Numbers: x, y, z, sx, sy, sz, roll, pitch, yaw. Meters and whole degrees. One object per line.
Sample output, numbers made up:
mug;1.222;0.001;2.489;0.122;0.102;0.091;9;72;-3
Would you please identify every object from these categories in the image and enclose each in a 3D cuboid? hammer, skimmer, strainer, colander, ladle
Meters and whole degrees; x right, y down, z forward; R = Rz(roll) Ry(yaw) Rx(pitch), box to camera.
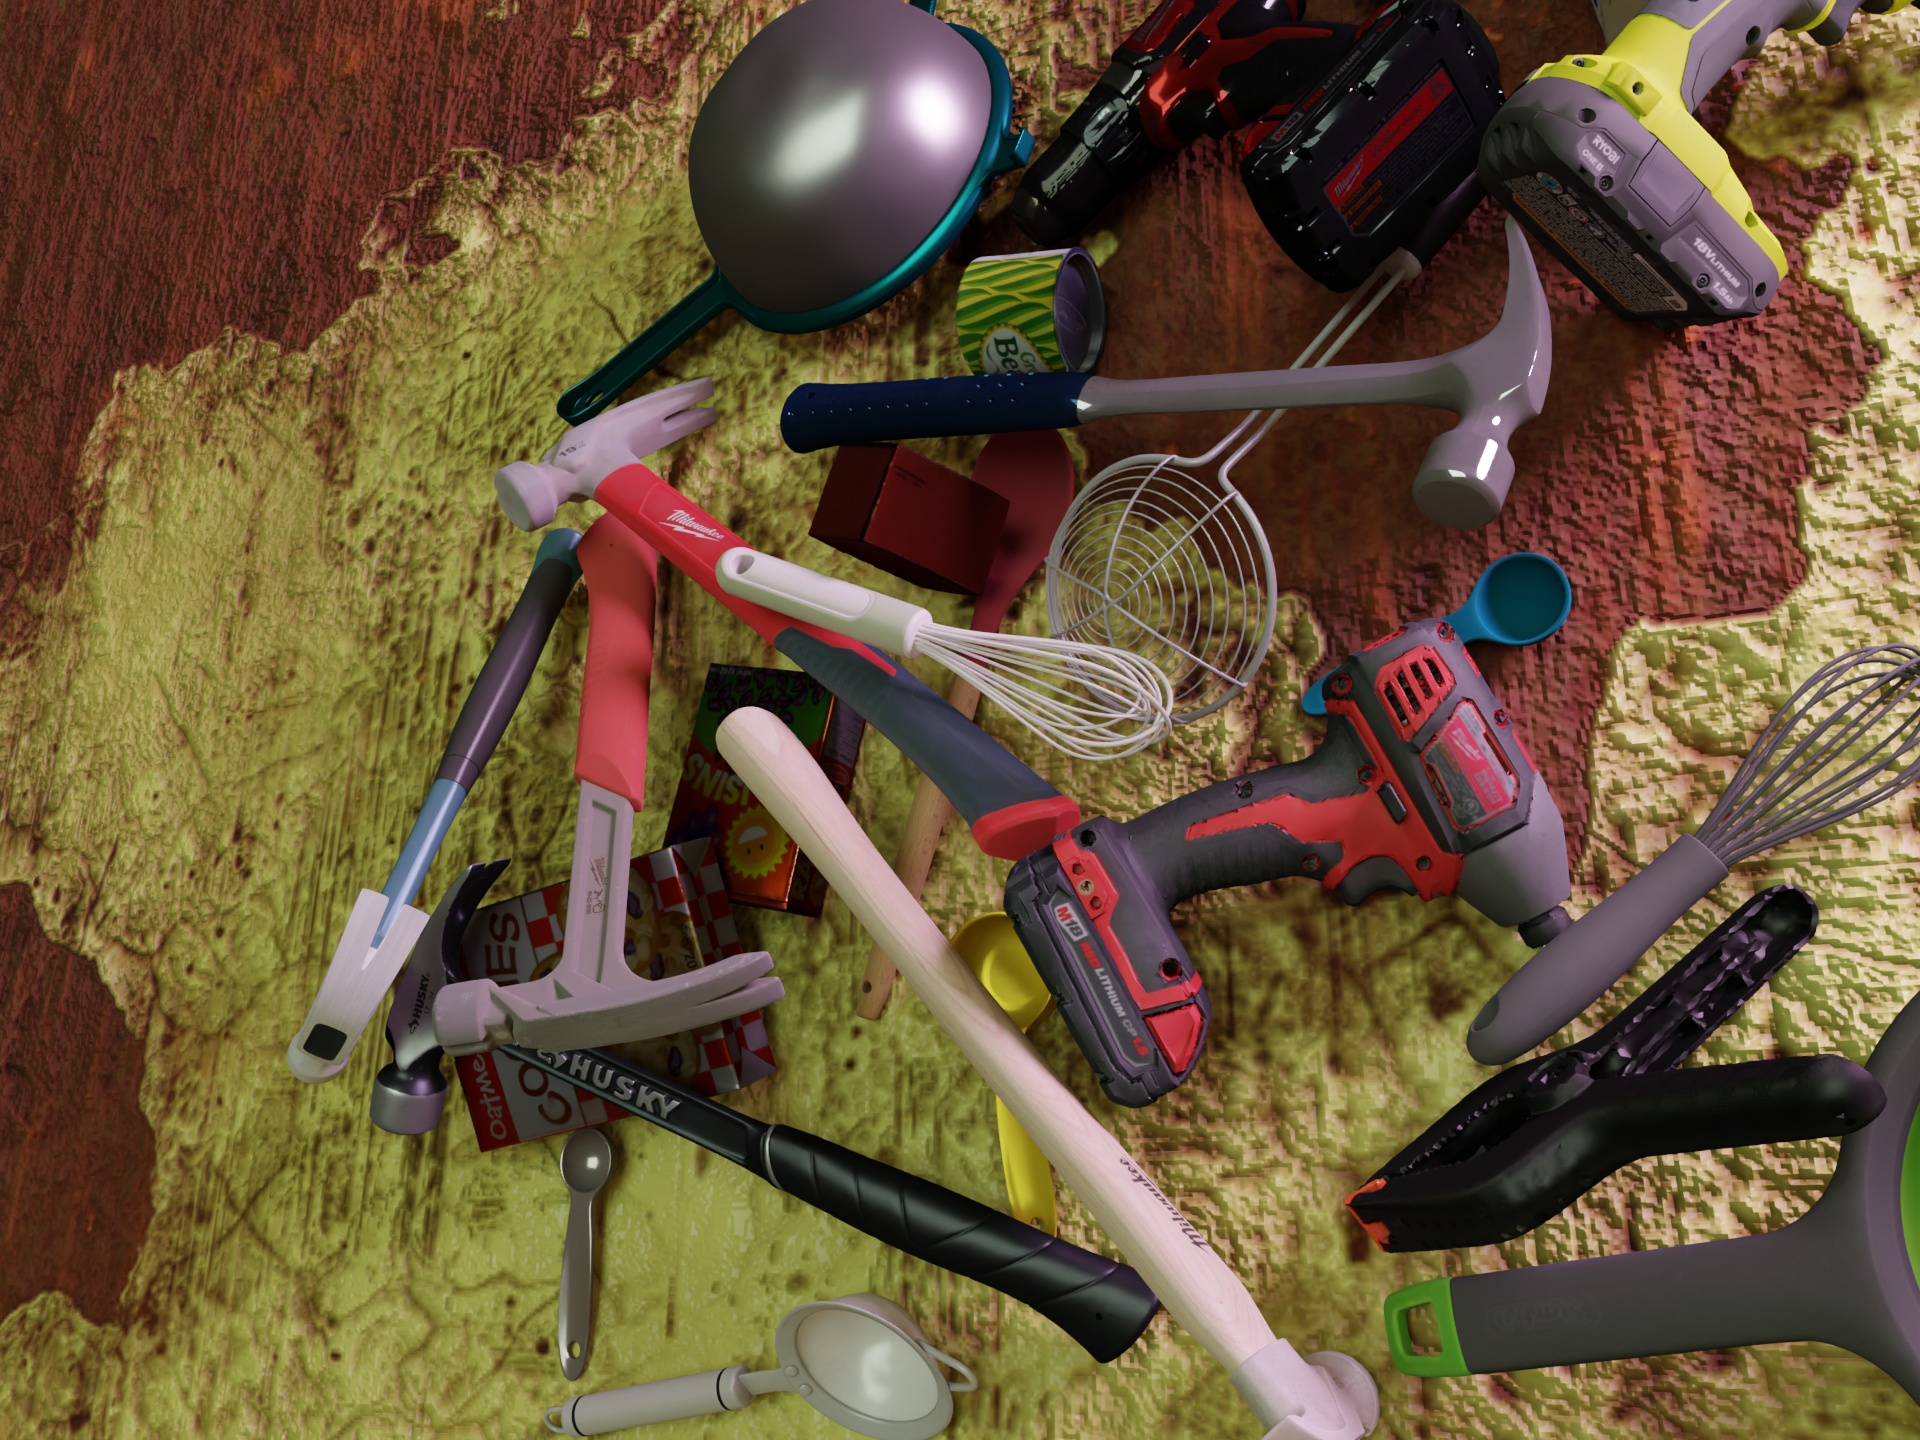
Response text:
hammer;0.072;-0.154;0.745;0.406;0.035;0.144;6;59;40
hammer;-0.272;0.028;0.860;0.128;0.033;0.331;-43;26;51
skimmer;0.176;-0.159;0.769;0.127;0.090;0.363;36;81;30
strainer;-0.132;-0.297;0.915;0.340;0.095;0.211;-35;51;16
hammer;-0.076;-0.060;0.820;0.143;0.038;0.387;-34;56;-29
colander;0.340;0.189;0.545;0.397;0.094;0.205;-25;59;37
hammer;-0.167;0.008;0.804;0.149;0.036;0.359;-11;43;3
strainer;-0.097;0.306;0.739;0.258;0.050;0.086;-21;108;25
hammer;-0.099;0.190;0.740;0.409;0.036;0.149;18;99;19
ladle;-0.001;-0.003;0.805;0.069;0.031;0.315;10;79;41
hammer;0.011;0.134;0.667;0.038;0.146;0.411;-46;62;5

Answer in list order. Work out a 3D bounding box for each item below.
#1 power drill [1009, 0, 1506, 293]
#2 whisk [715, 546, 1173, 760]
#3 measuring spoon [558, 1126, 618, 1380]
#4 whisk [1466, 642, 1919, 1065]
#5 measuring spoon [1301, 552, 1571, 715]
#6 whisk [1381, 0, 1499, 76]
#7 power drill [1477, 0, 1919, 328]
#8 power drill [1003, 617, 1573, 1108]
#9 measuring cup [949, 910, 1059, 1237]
power drill;0.131;-0.288;0.782;0.188;0.080;0.227;-45;39;6
whisk;-0.013;-0.038;0.744;0.246;0.059;0.058;20;65;23
measuring spoon;-0.191;0.272;0.815;0.034;0.018;0.124;-4;78;29
whisk;0.292;0.055;0.621;0.239;0.055;0.055;-43;60;7
measuring spoon;0.214;-0.032;0.717;0.128;0.021;0.042;-29;63;25
whisk;0.195;-0.424;0.839;0.070;0.070;0.285;-35;66;12
power drill;0.345;-0.284;0.669;0.171;0.080;0.223;37;95;-14
power drill;0.141;0.068;0.671;0.219;0.078;0.143;-30;85;7
measuring cup;0.029;0.167;0.737;0.062;0.029;0.157;-13;77;20
